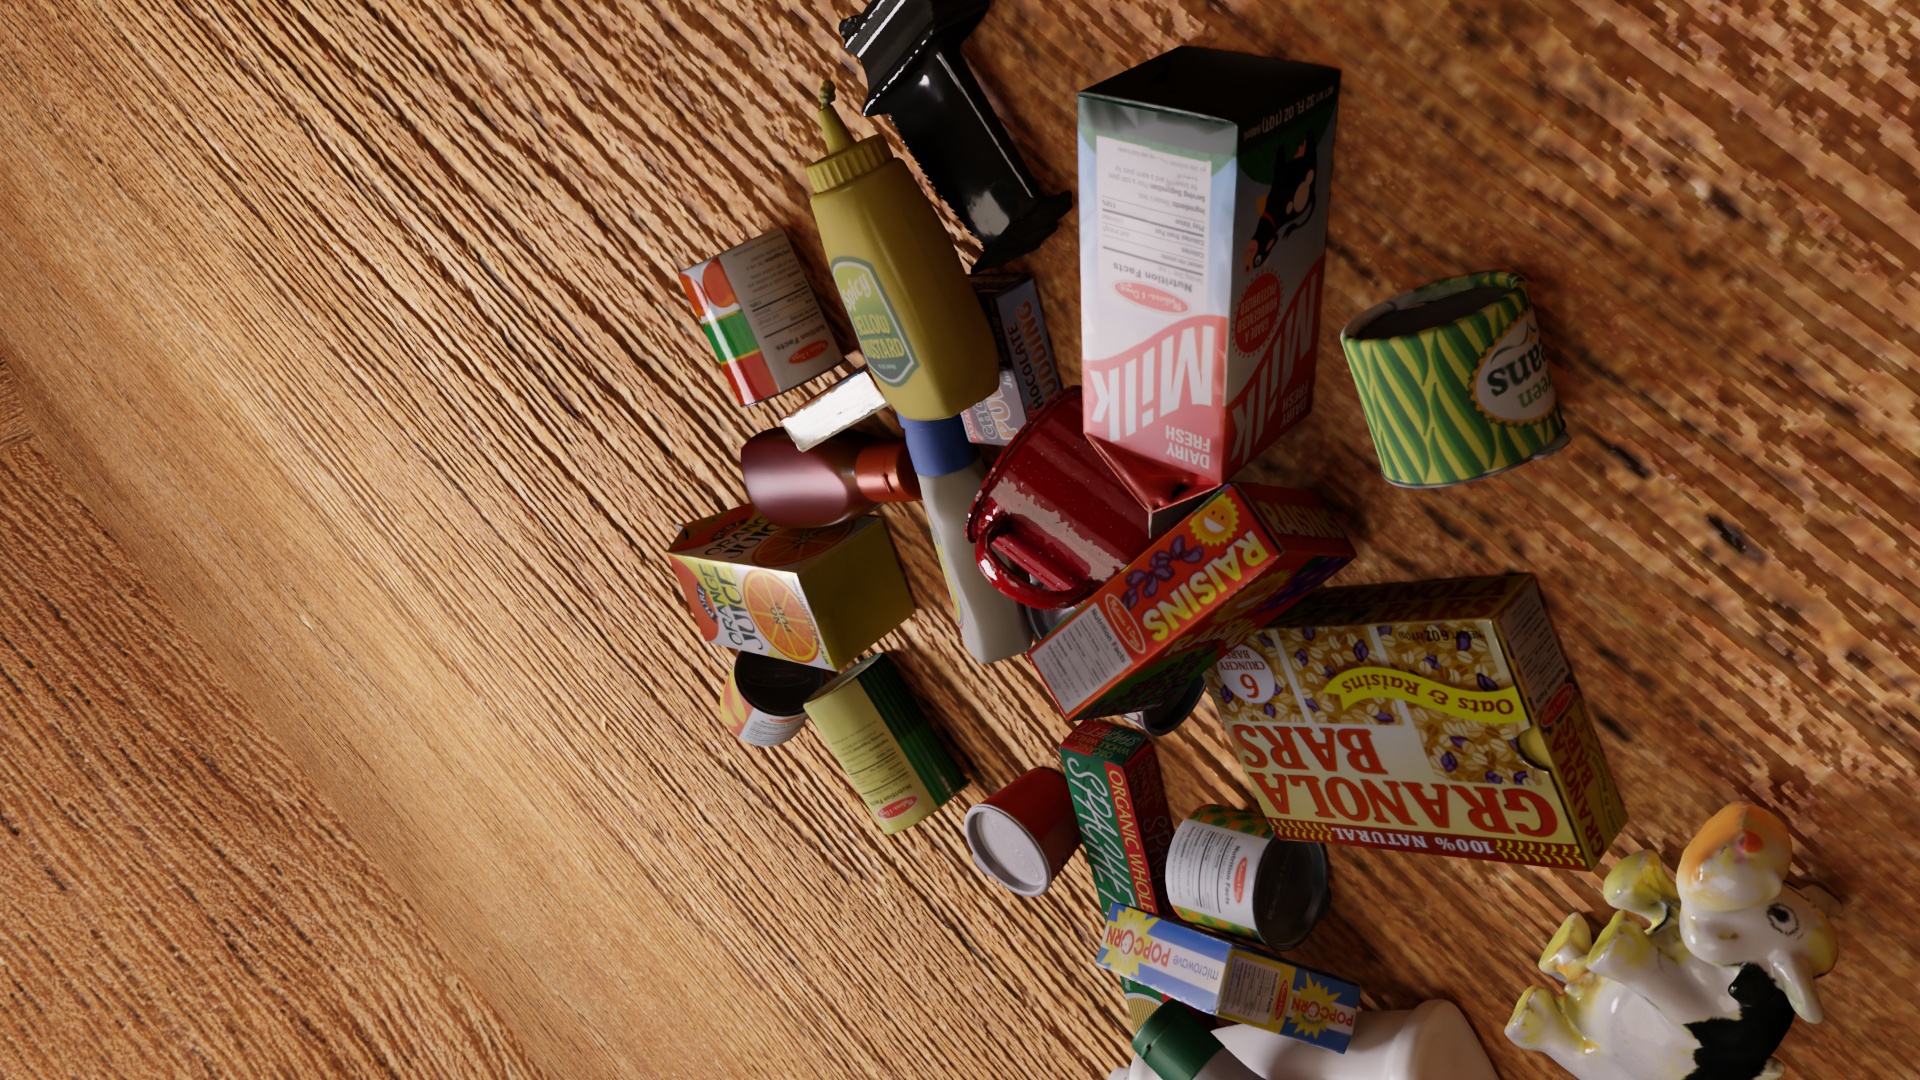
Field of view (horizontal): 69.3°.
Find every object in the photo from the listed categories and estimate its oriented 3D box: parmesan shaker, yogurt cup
[{"bbox_3d":[-0.048,0.133,0.927,0.071,0.071,0.103,-26,97,54],"label":"parmesan shaker"},{"bbox_3d":[0.045,0.178,0.864,0.072,0.054,0.072,29,137,31],"label":"yogurt cup"}]

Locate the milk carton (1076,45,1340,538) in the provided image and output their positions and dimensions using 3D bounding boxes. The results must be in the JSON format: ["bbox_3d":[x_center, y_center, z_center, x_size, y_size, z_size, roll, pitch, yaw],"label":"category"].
[{"bbox_3d":[0.098,-0.093,0.566,0.073,0.073,0.189,25,134,35],"label":"milk carton"}]

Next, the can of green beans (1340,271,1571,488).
[{"bbox_3d":[0.179,-0.059,0.506,0.071,0.071,0.057,-2,117,49],"label":"can of green beans"}]

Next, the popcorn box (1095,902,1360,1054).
[{"bbox_3d":[0.142,0.235,0.754,0.085,0.038,0.126,22,168,-20],"label":"popcorn box"}]

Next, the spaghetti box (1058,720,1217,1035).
[{"bbox_3d":[0.111,0.219,0.844,0.050,0.029,0.249,11,126,43],"label":"spaghetti box"}]

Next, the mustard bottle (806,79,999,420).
[{"bbox_3d":[-0.035,-0.134,0.646,0.065,0.049,0.159,6,125,57],"label":"mustard bottle"}]

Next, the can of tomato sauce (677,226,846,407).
[{"bbox_3d":[-0.114,-0.126,0.786,0.071,0.071,0.083,-7,112,51],"label":"can of tomato sauce"}]

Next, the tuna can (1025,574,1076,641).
[{"bbox_3d":[0.068,0.036,0.739,0.071,0.033,0.070,29,137,31],"label":"tuna can"}]

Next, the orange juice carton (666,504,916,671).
[{"bbox_3d":[-0.126,0.026,0.919,0.192,0.073,0.071,6,123,47],"label":"orange juice carton"}]

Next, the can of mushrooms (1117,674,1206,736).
[{"bbox_3d":[0.098,0.060,0.696,0.033,0.071,0.070,25,135,36],"label":"can of mushrooms"}]

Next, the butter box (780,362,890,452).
[{"bbox_3d":[-0.053,-0.082,0.765,0.103,0.053,0.024,-20,105,54],"label":"butter box"}]

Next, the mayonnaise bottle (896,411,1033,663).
[{"bbox_3d":[0.003,-0.009,0.757,0.065,0.041,0.147,-110,2,-68],"label":"mayonnaise bottle"}]

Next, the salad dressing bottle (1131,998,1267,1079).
[{"bbox_3d":[0.155,0.304,0.725,0.148,0.044,0.064,40,131,28],"label":"salad dressing bottle"}]

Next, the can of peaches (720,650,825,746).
[{"bbox_3d":[-0.137,0.107,1.006,0.071,0.071,0.057,46,144,11],"label":"can of peaches"}]

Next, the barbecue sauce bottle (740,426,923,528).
[{"bbox_3d":[-0.071,-0.040,0.829,0.148,0.044,0.064,0,118,48],"label":"barbecue sauce bottle"}]

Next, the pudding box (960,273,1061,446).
[{"bbox_3d":[0.019,-0.090,0.695,0.049,0.030,0.083,11,126,45],"label":"pudding box"}]

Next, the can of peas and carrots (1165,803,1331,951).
[{"bbox_3d":[0.152,0.177,0.732,0.058,0.071,0.070,3,121,48],"label":"can of peas and carrots"}]

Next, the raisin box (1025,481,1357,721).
[{"bbox_3d":[0.101,0.027,0.602,0.123,0.086,0.040,-42,65,27],"label":"raisin box"}]

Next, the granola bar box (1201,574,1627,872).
[{"bbox_3d":[0.194,0.082,0.627,0.165,0.039,0.124,-8,112,52],"label":"granola bar box"}]
